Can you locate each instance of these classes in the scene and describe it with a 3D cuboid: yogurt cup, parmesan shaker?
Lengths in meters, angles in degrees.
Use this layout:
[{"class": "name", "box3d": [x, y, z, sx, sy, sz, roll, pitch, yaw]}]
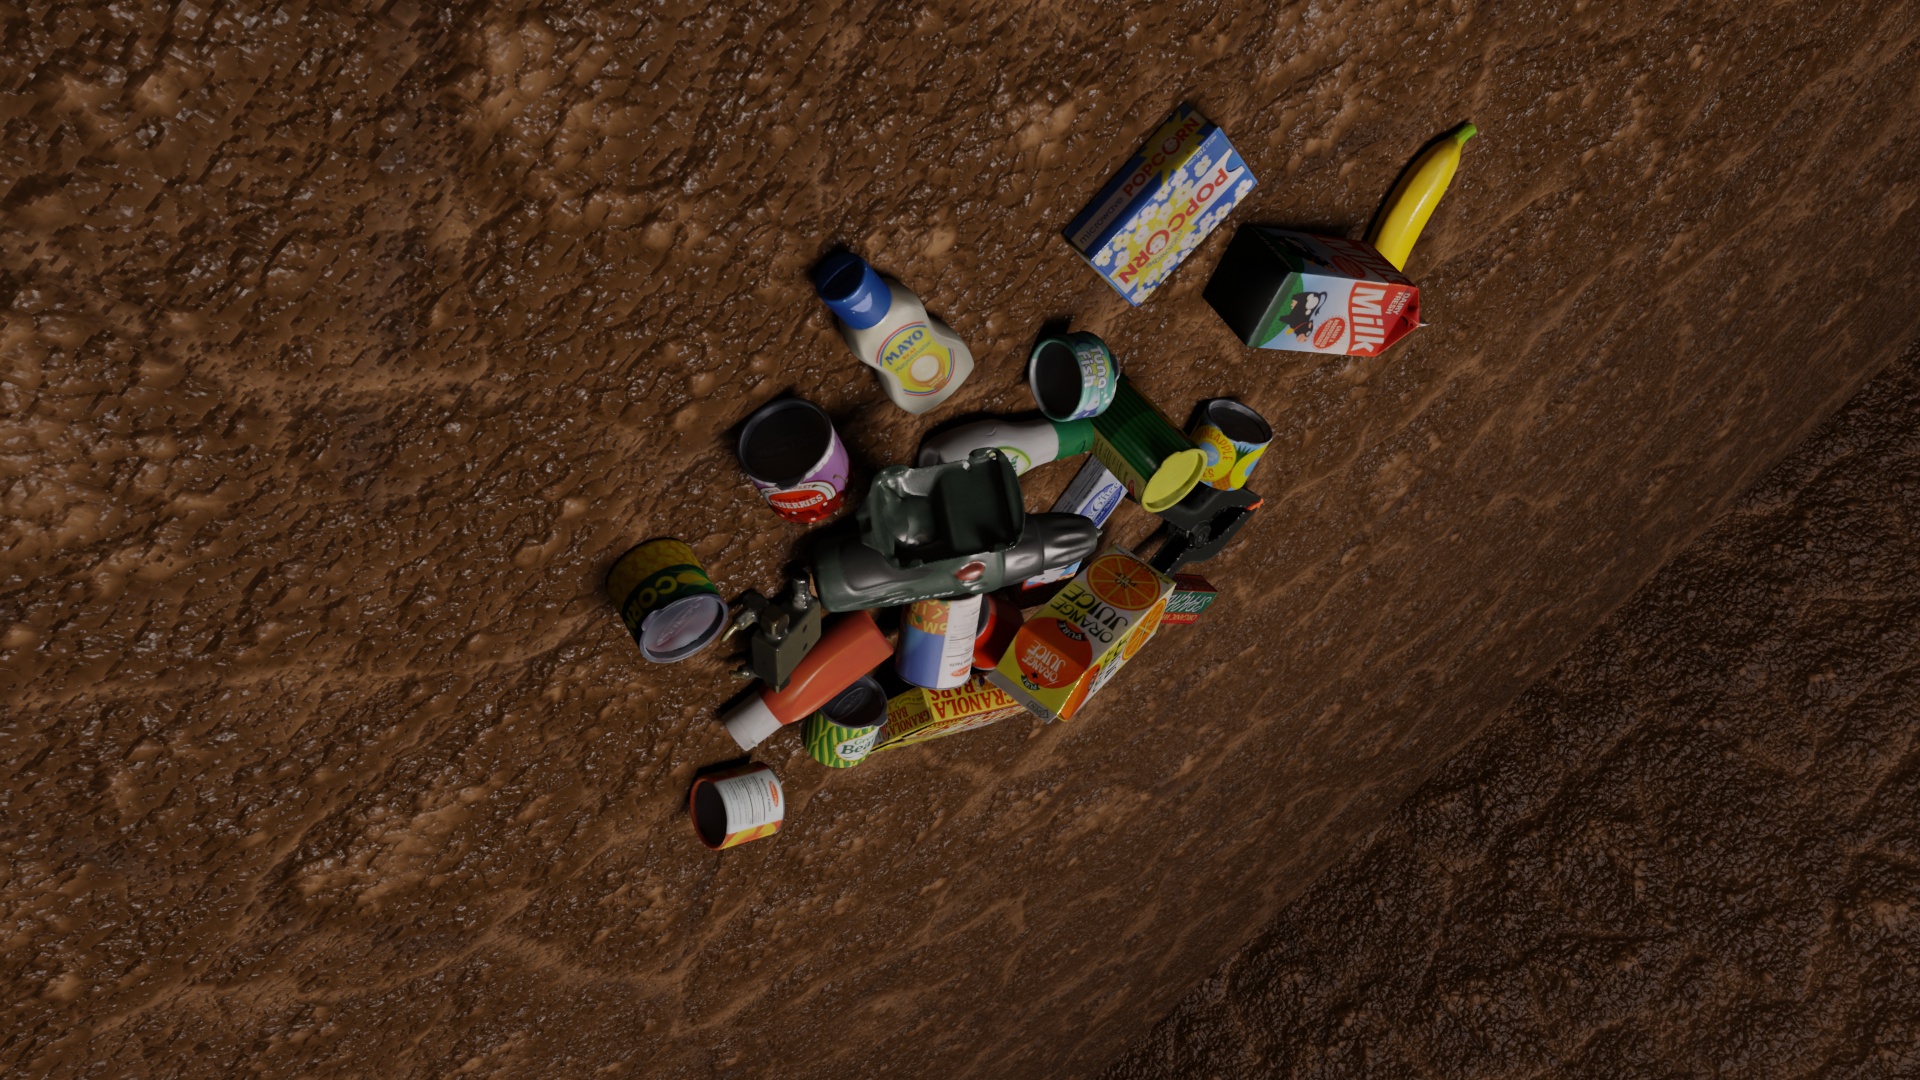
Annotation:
[{"class": "yogurt cup", "box3d": [0.016, 0.076, 1.241, 0.072, 0.072, 0.054, -44, 141, 8]}, {"class": "parmesan shaker", "box3d": [0.143, -0.083, 1.130, 0.071, 0.103, 0.071, -28, 148, -19]}]

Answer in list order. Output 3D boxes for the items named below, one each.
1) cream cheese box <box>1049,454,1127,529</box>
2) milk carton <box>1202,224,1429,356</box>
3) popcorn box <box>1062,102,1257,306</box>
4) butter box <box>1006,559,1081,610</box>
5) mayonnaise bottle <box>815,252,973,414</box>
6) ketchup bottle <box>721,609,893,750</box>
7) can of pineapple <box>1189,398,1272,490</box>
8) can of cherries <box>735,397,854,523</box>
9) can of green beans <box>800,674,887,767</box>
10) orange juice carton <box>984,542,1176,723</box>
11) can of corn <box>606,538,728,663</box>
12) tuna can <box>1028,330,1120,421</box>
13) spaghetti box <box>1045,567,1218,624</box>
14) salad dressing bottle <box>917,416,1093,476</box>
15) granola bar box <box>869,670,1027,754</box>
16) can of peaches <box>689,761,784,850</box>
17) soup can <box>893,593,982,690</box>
[{"class": "cream cheese box", "box3d": [0.114, -0.034, 1.240, 0.053, 0.024, 0.103, 5, 127, -48]}, {"class": "milk carton", "box3d": [0.304, -0.203, 1.148, 0.191, 0.072, 0.073, -2, 133, -33]}, {"class": "popcorn box", "box3d": [0.143, -0.237, 0.994, 0.126, 0.038, 0.085, -46, 148, 11]}, {"class": "butter box", "box3d": [0.074, 0.030, 1.247, 0.053, 0.024, 0.103, -15, 159, -13]}, {"class": "mayonnaise bottle", "box3d": [-0.046, -0.138, 0.917, 0.064, 0.041, 0.148, -41, 150, 5]}, {"class": "ketchup bottle", "box3d": [-0.128, 0.117, 1.157, 0.149, 0.043, 0.064, -36, 152, -5]}, {"class": "can of pineapple", "box3d": [0.241, -0.087, 1.265, 0.071, 0.071, 0.057, -11, 139, -38]}, {"class": "can of cherries", "box3d": [-0.110, -0.051, 0.933, 0.071, 0.072, 0.058, -35, 150, -7]}, {"class": "can of green beans", "box3d": [-0.103, 0.155, 1.212, 0.071, 0.071, 0.057, -15, 142, -34]}, {"class": "orange juice carton", "box3d": [0.105, 0.089, 1.235, 0.194, 0.072, 0.072, -38, 154, -39]}, {"class": "can of corn", "box3d": [-0.205, 0.041, 0.961, 0.071, 0.058, 0.070, -27, 147, -19]}, {"class": "tuna can", "box3d": [0.085, -0.124, 1.047, 0.033, 0.071, 0.070, -14, 141, -35]}, {"class": "spaghetti box", "box3d": [0.181, 0.059, 1.428, 0.250, 0.029, 0.050, 5, 128, -49]}, {"class": "salad dressing bottle", "box3d": [0.038, -0.071, 1.091, 0.148, 0.044, 0.064, -18, 146, -32]}, {"class": "granola bar box", "box3d": [-0.004, 0.156, 1.295, 0.166, 0.039, 0.123, -7, 164, -42]}, {"class": "can of peaches", "box3d": [-0.197, 0.232, 1.213, 0.058, 0.071, 0.071, -8, 137, -41]}, {"class": "soup can", "box3d": [-0.021, 0.073, 1.177, 0.071, 0.071, 0.083, -11, 119, -39]}]
